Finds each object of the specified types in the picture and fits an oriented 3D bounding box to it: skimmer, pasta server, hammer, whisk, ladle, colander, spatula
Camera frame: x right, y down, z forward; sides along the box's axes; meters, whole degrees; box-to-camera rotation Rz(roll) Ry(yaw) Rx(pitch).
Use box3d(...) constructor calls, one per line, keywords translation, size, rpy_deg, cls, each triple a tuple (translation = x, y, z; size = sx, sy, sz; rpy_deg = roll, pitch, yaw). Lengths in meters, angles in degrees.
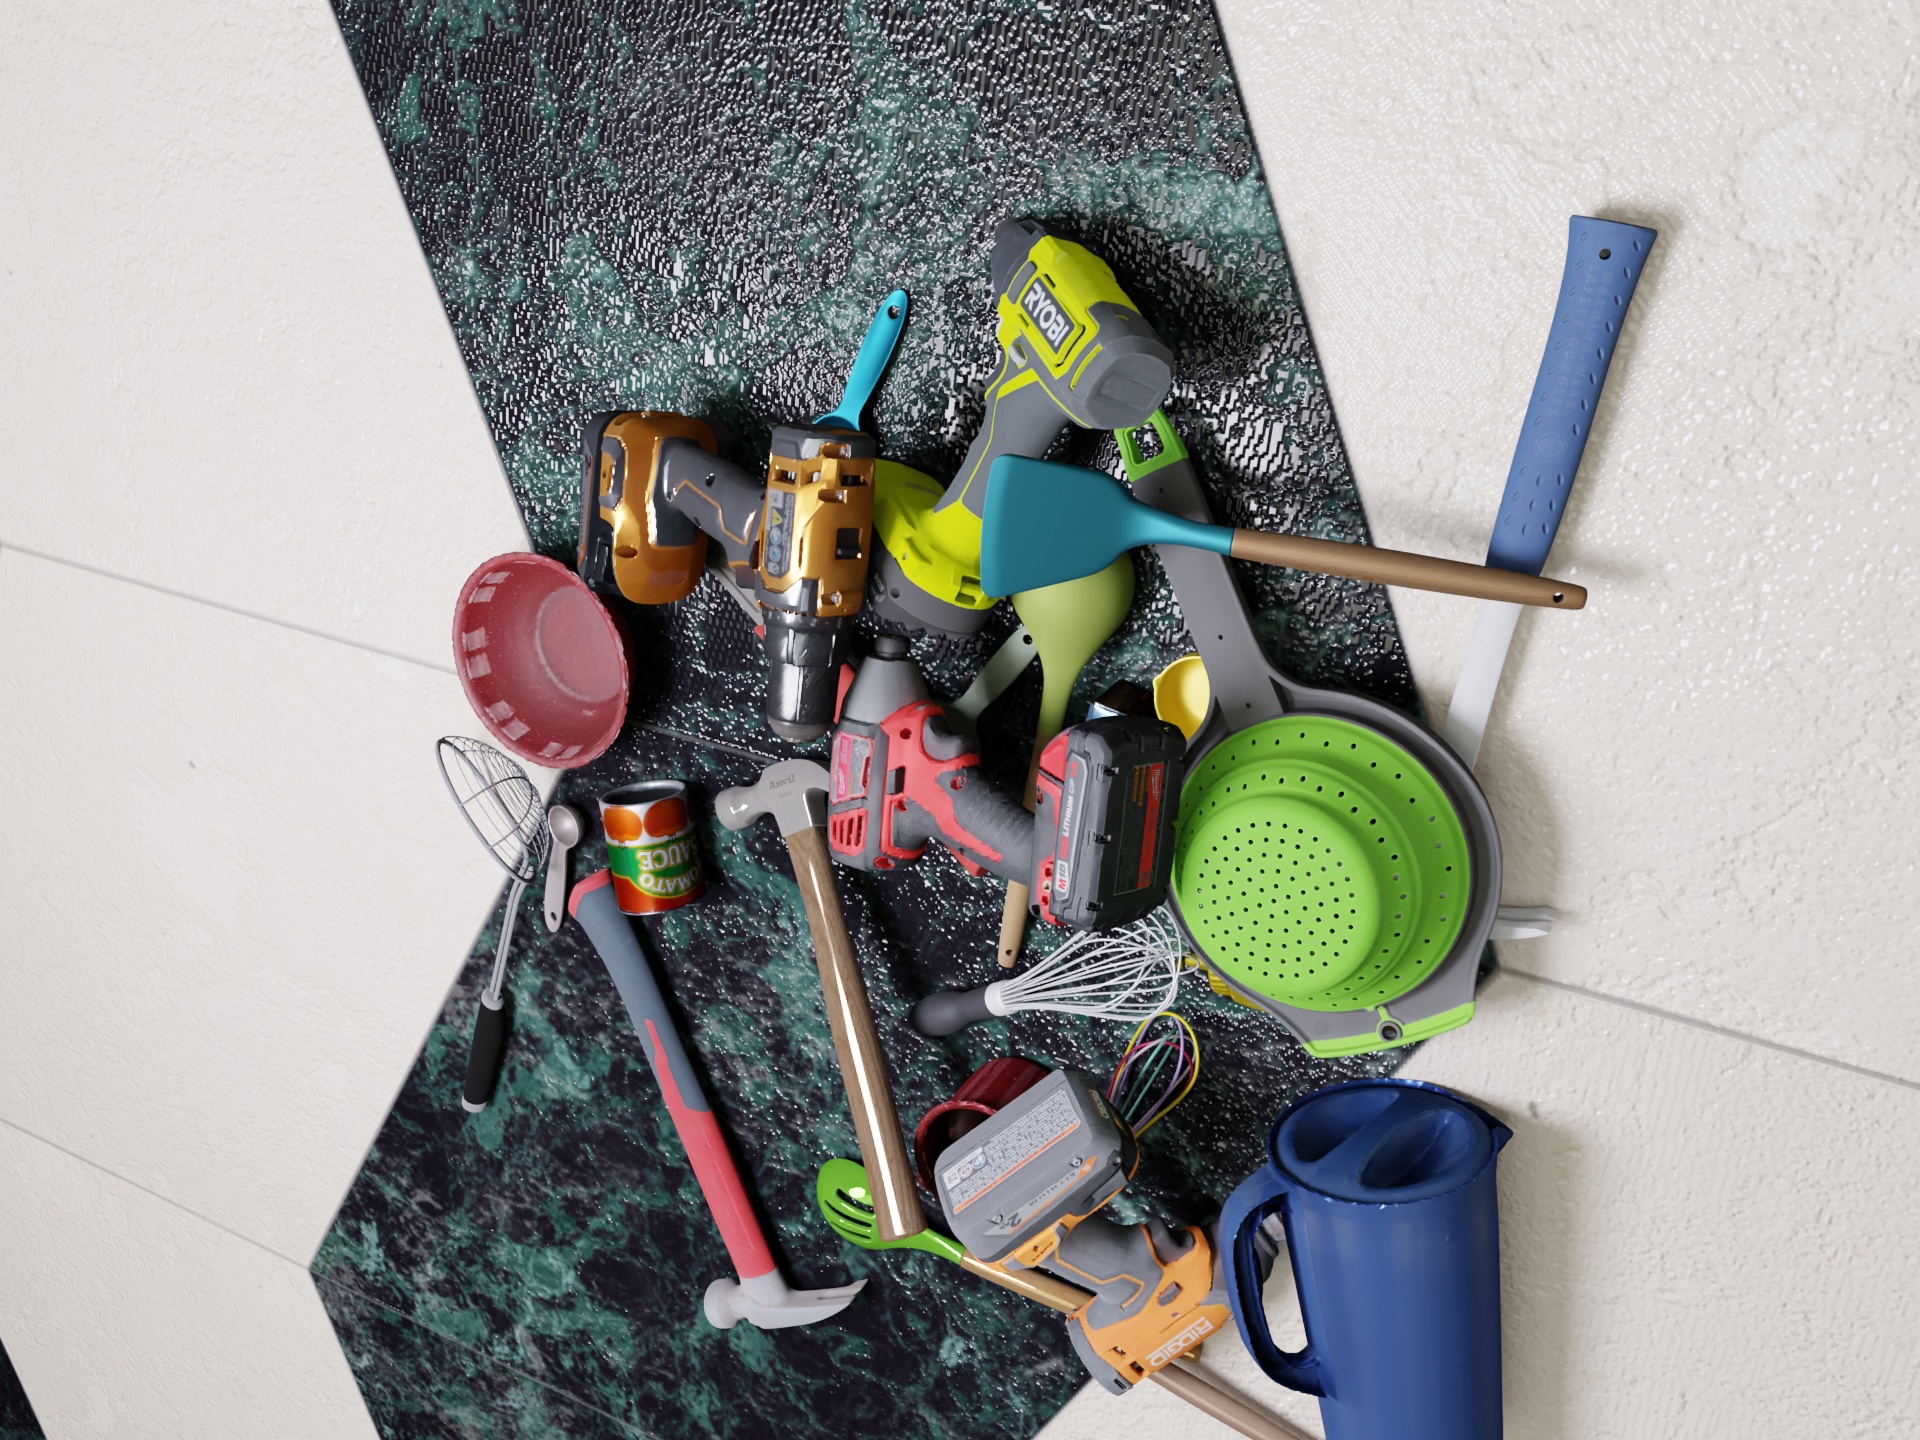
box3d(translation=(-0.393, 0.177, 1.265), size=(0.127, 0.090, 0.363), rpy_deg=(54, 134, 47), cls="skimmer")
box3d(translation=(0.210, 0.494, 1.084), size=(0.316, 0.040, 0.060), rpy_deg=(27, 131, 13), cls="pasta server")
box3d(translation=(-0.100, -0.032, 1.050), size=(0.359, 0.036, 0.149), rpy_deg=(48, 120, 17), cls="hammer")
box3d(translation=(-0.201, 0.294, 1.236), size=(0.143, 0.038, 0.386), rpy_deg=(-17, 98, 29), cls="hammer")
box3d(translation=(0.102, 0.293, 1.082), size=(0.047, 0.051, 0.244), rpy_deg=(29, 120, 10), cls="whisk")
box3d(translation=(-0.077, 0.185, 1.086), size=(0.130, 0.031, 0.331), rpy_deg=(-22, 77, 31), cls="hammer")
box3d(translation=(0.052, 0.023, 1.024), size=(0.078, 0.062, 0.320), rpy_deg=(6, 119, -5), cls="ladle")
box3d(translation=(0.048, 0.175, 1.027), size=(0.284, 0.070, 0.070), rpy_deg=(-27, 93, 51), cls="whisk")
box3d(translation=(0.159, 0.012, 0.891), size=(0.204, 0.094, 0.397), rpy_deg=(-22, 89, 30), cls="colander")
box3d(translation=(0.170, -0.086, 0.850), size=(0.317, 0.044, 0.082), rpy_deg=(10, 116, 11), cls="spatula")
box3d(translation=(0.302, -0.063, 0.870), size=(0.144, 0.035, 0.405), rpy_deg=(19, 114, 21), cls="hammer")

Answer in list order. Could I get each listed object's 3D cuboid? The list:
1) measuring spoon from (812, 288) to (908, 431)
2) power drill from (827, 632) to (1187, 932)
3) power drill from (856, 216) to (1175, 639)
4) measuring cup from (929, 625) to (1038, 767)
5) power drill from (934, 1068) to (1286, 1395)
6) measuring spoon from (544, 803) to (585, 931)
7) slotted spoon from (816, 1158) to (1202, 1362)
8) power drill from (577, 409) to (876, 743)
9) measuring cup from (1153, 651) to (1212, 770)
box3d(translation=(-0.059, -0.214, 1.018), size=(0.042, 0.021, 0.128), rpy_deg=(32, 108, 16), cls="measuring spoon")
box3d(translation=(0.014, 0.032, 0.914), size=(0.220, 0.078, 0.143), rpy_deg=(13, 102, 39), cls="power drill")
box3d(translation=(0.017, -0.173, 0.932), size=(0.223, 0.080, 0.171), rpy_deg=(-54, 44, 29), cls="power drill")
box3d(translation=(-0.002, -0.003, 1.039), size=(0.083, 0.038, 0.167), rpy_deg=(45, 122, 7), cls="measuring cup")
box3d(translation=(0.106, 0.324, 1.017), size=(0.164, 0.084, 0.226), rpy_deg=(-37, 120, 5), cls="power drill")
box3d(translation=(-0.311, 0.116, 1.251), size=(0.034, 0.018, 0.124), rpy_deg=(32, 125, 25), cls="measuring spoon")
box3d(translation=(0.026, 0.400, 1.163), size=(0.314, 0.031, 0.070), rpy_deg=(17, 115, 20), cls="slotted spoon")
box3d(translation=(-0.143, -0.097, 0.977), size=(0.226, 0.084, 0.185), rpy_deg=(18, 108, 41), cls="power drill")
box3d(translation=(0.135, 0.027, 0.989), size=(0.062, 0.029, 0.156), rpy_deg=(27, 119, 17), cls="measuring cup")
